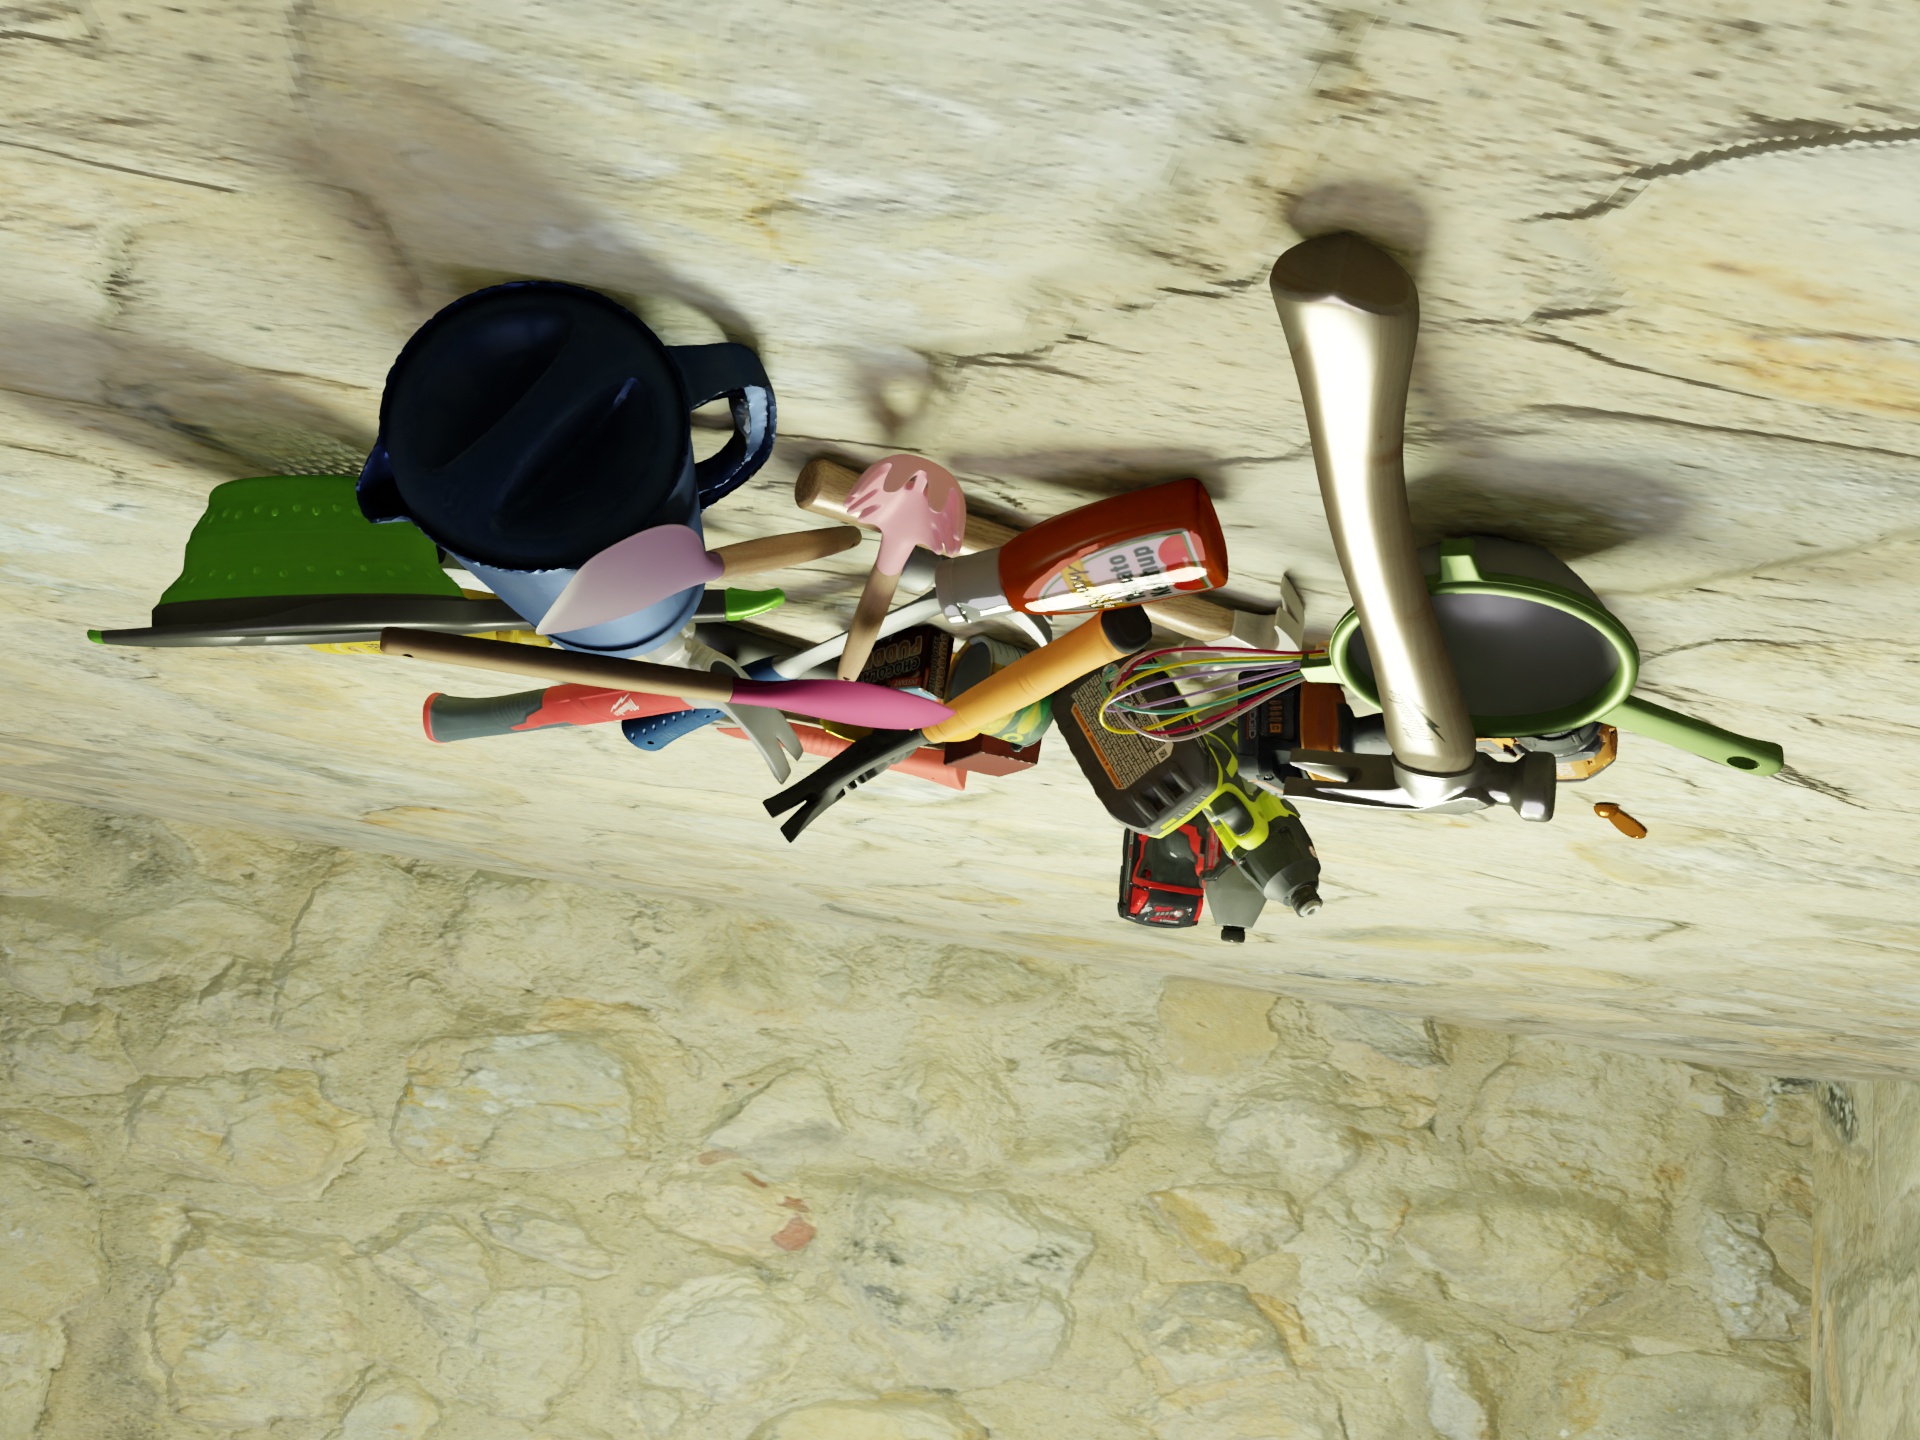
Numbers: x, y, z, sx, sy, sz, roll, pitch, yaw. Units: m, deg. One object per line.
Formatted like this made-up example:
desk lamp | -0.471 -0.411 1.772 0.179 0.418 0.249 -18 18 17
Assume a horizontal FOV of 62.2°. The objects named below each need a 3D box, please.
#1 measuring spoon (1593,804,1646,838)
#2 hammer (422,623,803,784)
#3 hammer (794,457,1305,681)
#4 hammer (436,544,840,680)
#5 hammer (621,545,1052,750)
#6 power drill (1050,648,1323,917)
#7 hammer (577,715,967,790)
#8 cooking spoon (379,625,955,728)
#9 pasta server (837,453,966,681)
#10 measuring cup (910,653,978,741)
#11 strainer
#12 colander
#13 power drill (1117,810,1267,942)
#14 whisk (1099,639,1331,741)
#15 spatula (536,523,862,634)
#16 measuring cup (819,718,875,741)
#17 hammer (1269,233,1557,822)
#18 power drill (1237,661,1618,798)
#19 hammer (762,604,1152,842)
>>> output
measuring spoon | 0.559 0.089 1.345 0.021 0.011 0.116 -2 162 37
hammer | -0.281 -0.001 1.183 0.386 0.038 0.143 -6 134 44
hammer | 0.061 -0.085 0.913 0.331 0.031 0.130 16 164 -27
hammer | -0.215 -0.069 1.136 0.330 0.033 0.128 17 165 -30
hammer | -0.108 -0.037 1.092 0.144 0.035 0.405 18 155 -37
power drill | 0.171 0.046 1.115 0.080 0.171 0.223 -40 141 17
hammer | -0.168 0.012 1.420 0.359 0.037 0.149 12 165 -13
cooking spoon | -0.152 -0.020 0.877 0.318 0.017 0.069 9 163 -23
pasta server | -0.046 -0.070 0.882 0.060 0.040 0.316 22 159 -4
measuring cup | 0.020 -0.010 1.184 0.173 0.052 0.095 8 166 9
strainer | 0.321 -0.038 0.834 0.256 0.069 0.151 18 154 -11
colander | -0.307 -0.100 0.962 0.397 0.094 0.204 -3 -178 -5
power drill | 0.222 0.136 1.465 0.078 0.143 0.219 9 168 -14
whisk | 0.185 -0.028 0.897 0.245 0.047 0.051 -11 -156 -21
spatula | -0.110 -0.081 0.787 0.018 0.059 0.316 44 -160 6
measuring cup | -0.112 -0.027 1.275 0.062 0.029 0.156 -3 150 37
hammer | 0.189 -0.061 0.737 0.146 0.038 0.410 3 151 25
power drill | 0.291 0.001 1.002 0.226 0.084 0.185 -3 168 25
hammer | -0.002 -0.003 0.992 0.127 0.034 0.337 -35 -175 -37
